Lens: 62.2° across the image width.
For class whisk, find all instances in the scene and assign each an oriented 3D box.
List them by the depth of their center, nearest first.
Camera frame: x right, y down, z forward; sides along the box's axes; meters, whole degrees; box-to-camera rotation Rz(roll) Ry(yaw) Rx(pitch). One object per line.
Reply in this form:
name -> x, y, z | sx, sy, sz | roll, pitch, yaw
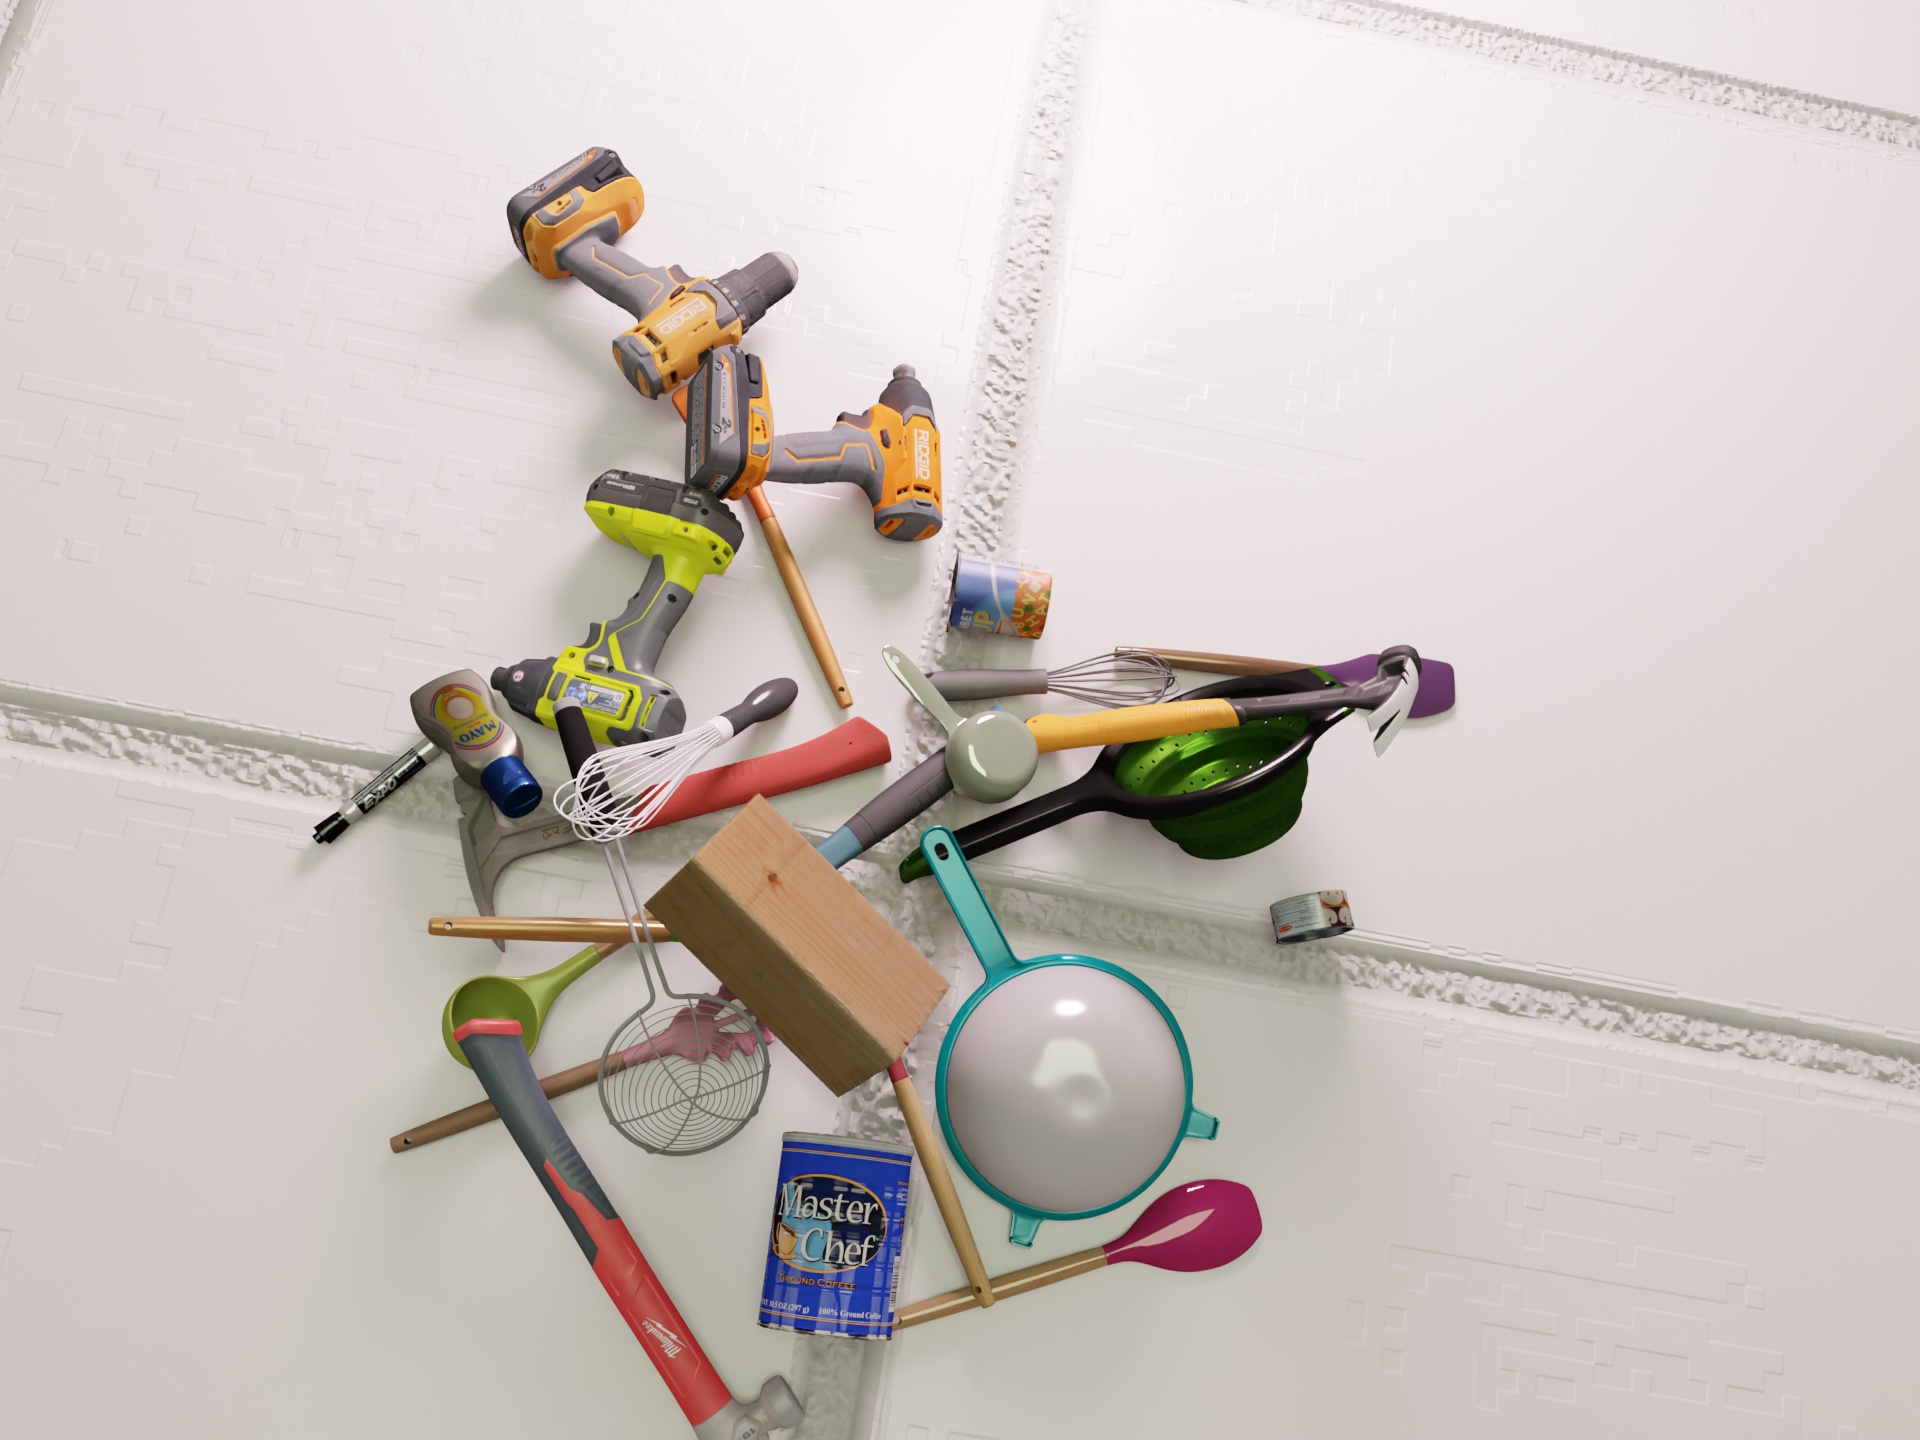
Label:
whisk -> -0.213, 0.021, 1.266 | 0.070, 0.070, 0.284 | 44, 37, 8
whisk -> 0.073, -0.032, 1.387 | 0.239, 0.055, 0.055 | -2, 73, -3

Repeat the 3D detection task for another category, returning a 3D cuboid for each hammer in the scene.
hammer -> -0.278, 0.397, 1.184 | 0.143, 0.038, 0.386 | -32, 89, -14
hammer -> 0.196, 0.000, 1.288 | 0.127, 0.337, 0.034 | -49, 125, -51
hammer -> -0.077, 0.091, 1.310 | 0.331, 0.033, 0.128 | -36, 87, -26
hammer -> -0.230, 0.074, 1.323 | 0.359, 0.036, 0.149 | -15, 75, -10

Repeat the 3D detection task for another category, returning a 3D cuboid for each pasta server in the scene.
pasta server -> -0.292, 0.277, 1.252 | 0.316, 0.040, 0.060 | -19, 85, -11

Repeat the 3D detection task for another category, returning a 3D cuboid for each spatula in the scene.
spatula -> -0.161, -0.158, 1.402 | 0.081, 0.041, 0.323 | -21, 77, -13
spatula -> 0.294, -0.043, 1.430 | 0.316, 0.018, 0.060 | 6, 73, -6

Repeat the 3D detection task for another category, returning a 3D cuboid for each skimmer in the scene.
skimmer -> -0.253, 0.153, 1.231 | 0.127, 0.090, 0.364 | -18, 67, -13

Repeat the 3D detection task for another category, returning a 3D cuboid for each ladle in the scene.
ladle -> -0.038, 0.311, 1.263 | 0.069, 0.031, 0.315 | -29, 75, 22
ladle -> -0.269, 0.171, 1.279 | 0.320, 0.062, 0.078 | -34, 91, -18

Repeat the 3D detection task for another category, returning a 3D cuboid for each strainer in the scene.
strainer -> 0.059, 0.234, 1.243 | 0.211, 0.095, 0.340 | -28, 89, -8

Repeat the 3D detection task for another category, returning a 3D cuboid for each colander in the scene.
colander -> 0.145, 0.082, 1.333 | 0.397, 0.205, 0.094 | -22, 111, 3

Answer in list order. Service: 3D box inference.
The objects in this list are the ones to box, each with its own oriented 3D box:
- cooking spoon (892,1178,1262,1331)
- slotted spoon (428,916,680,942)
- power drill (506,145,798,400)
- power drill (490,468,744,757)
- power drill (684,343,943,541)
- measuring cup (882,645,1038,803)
cooking spoon -> 0.090, 0.431, 1.257 | 0.319, 0.017, 0.069 | -13, 77, -11
slotted spoon -> -0.255, 0.169, 1.255 | 0.313, 0.031, 0.070 | 5, 72, -19
power drill -> -0.275, -0.416, 1.438 | 0.185, 0.084, 0.226 | -39, 76, -17
power drill -> -0.288, -0.092, 1.340 | 0.171, 0.080, 0.223 | 15, 73, 17
power drill -> -0.121, -0.254, 1.391 | 0.226, 0.084, 0.164 | 8, 70, -27
measuring cup -> -0.002, -0.004, 1.326 | 0.167, 0.038, 0.083 | 47, 64, -3
